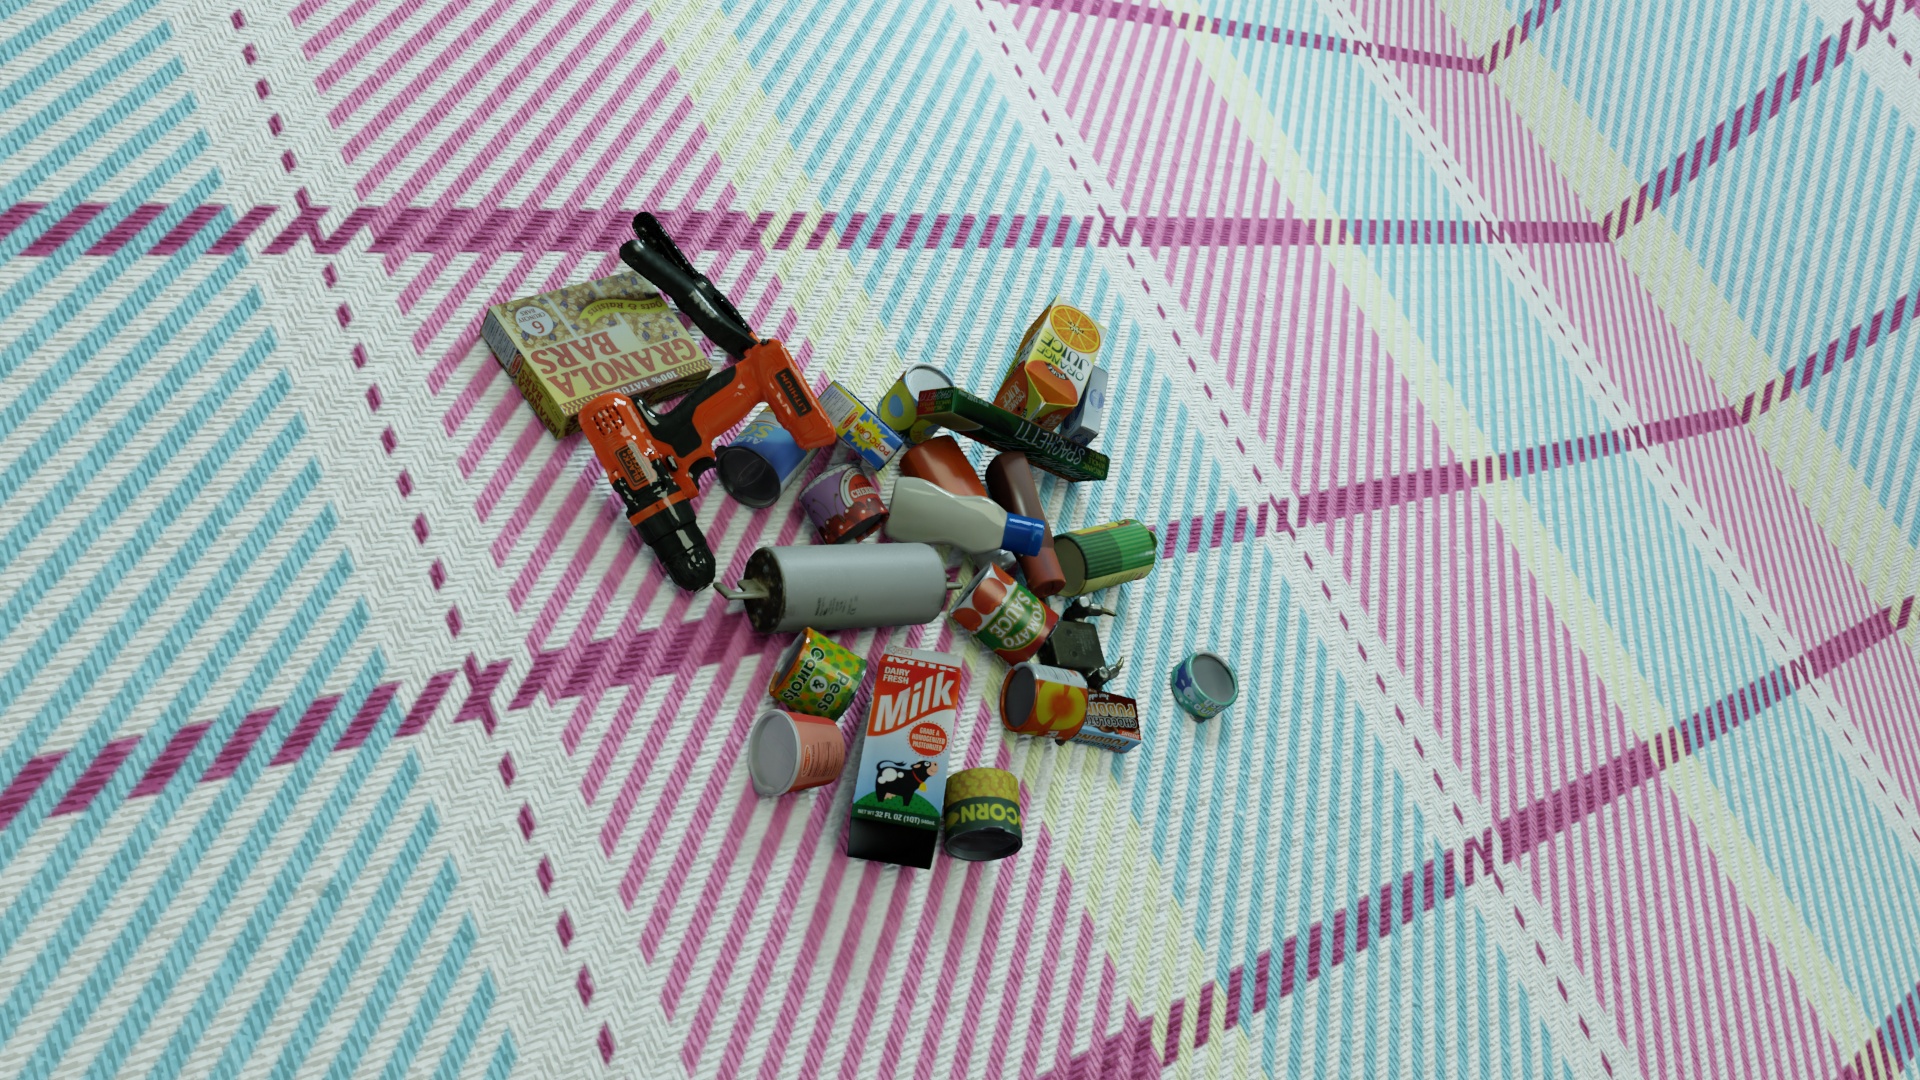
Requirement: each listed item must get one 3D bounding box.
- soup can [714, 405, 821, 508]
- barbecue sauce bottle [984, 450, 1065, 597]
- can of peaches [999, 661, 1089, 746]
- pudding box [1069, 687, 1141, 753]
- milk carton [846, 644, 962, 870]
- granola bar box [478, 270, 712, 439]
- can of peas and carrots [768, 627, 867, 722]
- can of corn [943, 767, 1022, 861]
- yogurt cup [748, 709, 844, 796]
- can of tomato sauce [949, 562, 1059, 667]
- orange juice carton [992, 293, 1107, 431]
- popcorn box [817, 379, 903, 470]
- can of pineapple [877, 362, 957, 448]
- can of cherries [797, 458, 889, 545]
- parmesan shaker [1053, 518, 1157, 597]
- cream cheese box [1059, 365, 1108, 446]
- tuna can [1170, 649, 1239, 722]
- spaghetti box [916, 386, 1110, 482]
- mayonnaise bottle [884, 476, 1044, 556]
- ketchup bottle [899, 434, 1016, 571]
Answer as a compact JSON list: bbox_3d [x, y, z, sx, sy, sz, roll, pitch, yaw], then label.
[{"bbox_3d":[-0.175,-0.081,1.266,0.071,0.071,0.084,40,44,-5],"label":"soup can"},{"bbox_3d":[0.065,-0.014,1.390,0.044,0.064,0.149,-10,60,-15],"label":"barbecue sauce bottle"},{"bbox_3d":[0.076,0.151,1.281,0.058,0.071,0.071,14,52,-28],"label":"can of peaches"},{"bbox_3d":[0.130,0.171,1.329,0.084,0.030,0.050,17,52,-26],"label":"pudding box"},{"bbox_3d":[-0.044,0.169,1.160,0.072,0.073,0.191,10,50,0],"label":"milk carton"},{"bbox_3d":[-0.324,-0.170,1.243,0.166,0.039,0.124,-28,77,-45],"label":"granola bar box"},{"bbox_3d":[-0.119,0.115,1.161,0.059,0.070,0.071,32,46,-12],"label":"can of peas and carrots"},{"bbox_3d":[0.019,0.231,1.176,0.071,0.071,0.058,17,50,-26],"label":"can of corn"},{"bbox_3d":[-0.130,0.170,1.118,0.054,0.072,0.072,7,55,-42],"label":"yogurt cup"},{"bbox_3d":[0.041,0.071,1.311,0.083,0.071,0.071,39,44,-5],"label":"can of tomato sauce"},{"bbox_3d":[0.094,-0.180,1.532,0.073,0.071,0.194,34,45,-10],"label":"orange juice carton"},{"bbox_3d":[-0.097,-0.106,1.309,0.085,0.038,0.127,41,0,-4],"label":"popcorn box"},{"bbox_3d":[-0.041,-0.138,1.412,0.071,0.057,0.071,19,50,-24],"label":"can of pineapple"},{"bbox_3d":[-0.105,-0.032,1.278,0.072,0.071,0.058,-20,72,-43],"label":"can of cherries"},{"bbox_3d":[0.143,0.016,1.423,0.103,0.071,0.071,-11,67,-41],"label":"parmesan shaker"},{"bbox_3d":[0.137,-0.143,1.548,0.024,0.053,0.104,27,47,-15],"label":"cream cheese box"},{"bbox_3d":[0.252,0.150,1.432,0.071,0.032,0.071,19,49,-24],"label":"tuna can"},{"bbox_3d":[0.060,-0.105,1.420,0.250,0.050,0.029,19,76,-44],"label":"spaghetti box"},{"bbox_3d":[0.005,-0.017,1.326,0.148,0.041,0.065,12,85,-3],"label":"mayonnaise bottle"},{"bbox_3d":[0.002,-0.032,1.375,0.065,0.043,0.149,-23,74,-34],"label":"ketchup bottle"}]
